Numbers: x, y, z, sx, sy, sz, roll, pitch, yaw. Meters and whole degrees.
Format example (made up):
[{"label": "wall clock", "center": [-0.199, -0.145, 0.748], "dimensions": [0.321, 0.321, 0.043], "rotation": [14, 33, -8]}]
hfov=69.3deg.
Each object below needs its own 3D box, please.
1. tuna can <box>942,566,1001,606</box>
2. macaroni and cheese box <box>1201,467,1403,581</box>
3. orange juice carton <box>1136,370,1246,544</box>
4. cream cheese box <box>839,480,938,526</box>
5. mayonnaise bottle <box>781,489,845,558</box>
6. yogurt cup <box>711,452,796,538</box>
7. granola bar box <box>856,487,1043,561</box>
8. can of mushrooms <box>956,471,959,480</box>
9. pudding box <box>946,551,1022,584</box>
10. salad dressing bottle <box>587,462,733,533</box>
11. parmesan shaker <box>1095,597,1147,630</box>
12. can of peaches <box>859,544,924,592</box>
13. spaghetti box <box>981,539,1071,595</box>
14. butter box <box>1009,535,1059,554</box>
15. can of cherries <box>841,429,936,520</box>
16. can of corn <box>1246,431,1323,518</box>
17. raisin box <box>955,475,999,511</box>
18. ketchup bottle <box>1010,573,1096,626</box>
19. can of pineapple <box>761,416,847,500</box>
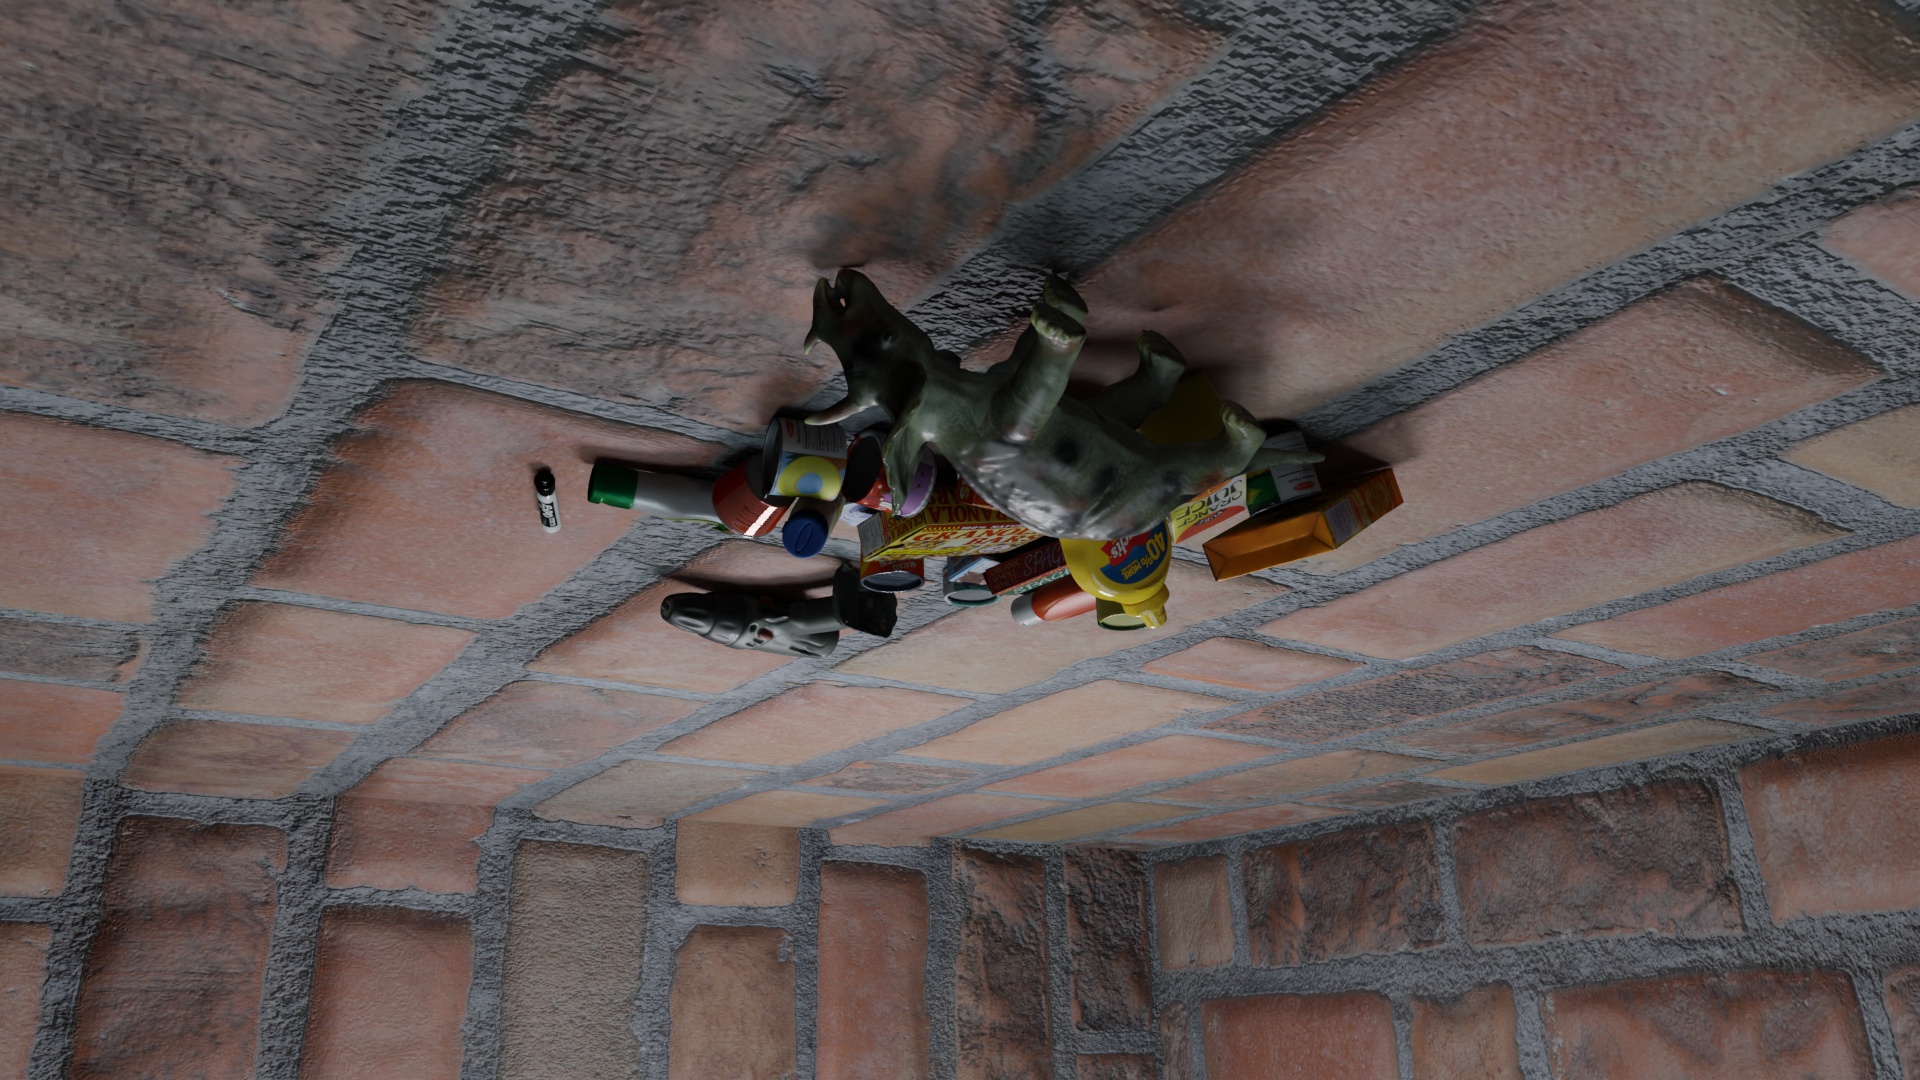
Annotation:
[{"label": "tuna can", "center": [0.015, 0.050, 1.552], "dimensions": [0.071, 0.033, 0.071], "rotation": [-1, 160, 0]}, {"label": "macaroni and cheese box", "center": [0.316, -0.017, 1.274], "dimensions": [0.123, 0.040, 0.167], "rotation": [-18, -176, 41]}, {"label": "orange juice carton", "center": [0.193, -0.058, 1.174], "dimensions": [0.072, 0.073, 0.192], "rotation": [-27, 156, 0]}, {"label": "cream cheese box", "center": [-0.077, -0.041, 1.307], "dimensions": [0.103, 0.024, 0.053], "rotation": [-14, 156, 30]}, {"label": "mayonnaise bottle", "center": [-0.130, -0.017, 1.221], "dimensions": [0.041, 0.064, 0.148], "rotation": [24, -169, -5]}, {"label": "yogurt cup", "center": [-0.181, -0.043, 1.239], "dimensions": [0.072, 0.072, 0.053], "rotation": [13, 147, -34]}, {"label": "granola bar box", "center": [0.005, -0.016, 1.305], "dimensions": [0.166, 0.039, 0.124], "rotation": [-3, 166, -33]}, {"label": "can of mushrooms", "center": [0.031, -0.071, 1.222], "dimensions": [0.071, 0.033, 0.070], "rotation": [-1, 160, 0]}, {"label": "pudding box", "center": [0.025, 0.021, 1.477], "dimensions": [0.050, 0.030, 0.083], "rotation": [7, 158, -26]}, {"label": "salad dressing bottle", "center": [-0.262, -0.039, 1.265], "dimensions": [0.148, 0.044, 0.064], "rotation": [11, 180, -22]}, {"label": "parmesan shaker", "center": [0.167, 0.036, 1.422], "dimensions": [0.071, 0.103, 0.071], "rotation": [-1, 160, 0]}, {"label": "can of peaches", "center": [-0.069, 0.016, 1.416], "dimensions": [0.071, 0.058, 0.071], "rotation": [-1, 159, 0]}, {"label": "spaghetti box", "center": [0.137, 0.002, 1.375], "dimensions": [0.249, 0.029, 0.050], "rotation": [-24, 165, 29]}, {"label": "butter box", "center": [0.079, -0.014, 1.396], "dimensions": [0.053, 0.024, 0.103], "rotation": [10, 158, -30]}, {"label": "can of cherries", "center": [-0.064, -0.055, 1.201], "dimensions": [0.058, 0.072, 0.071], "rotation": [15, 154, -37]}, {"label": "can of corn", "center": [0.275, -0.057, 1.217], "dimensions": [0.071, 0.058, 0.071], "rotation": [-17, 172, -2]}, {"label": "raisin box", "center": [0.063, -0.062, 1.162], "dimensions": [0.123, 0.086, 0.040], "rotation": [10, 180, -28]}, {"label": "ketchup bottle", "center": [0.119, 0.066, 1.589], "dimensions": [0.065, 0.044, 0.148], "rotation": [16, 154, -38]}, {"label": "can of pineapple", "center": [-0.132, -0.067, 1.168], "dimensions": [0.058, 0.071, 0.070], "rotation": [6, 158, -20]}]
